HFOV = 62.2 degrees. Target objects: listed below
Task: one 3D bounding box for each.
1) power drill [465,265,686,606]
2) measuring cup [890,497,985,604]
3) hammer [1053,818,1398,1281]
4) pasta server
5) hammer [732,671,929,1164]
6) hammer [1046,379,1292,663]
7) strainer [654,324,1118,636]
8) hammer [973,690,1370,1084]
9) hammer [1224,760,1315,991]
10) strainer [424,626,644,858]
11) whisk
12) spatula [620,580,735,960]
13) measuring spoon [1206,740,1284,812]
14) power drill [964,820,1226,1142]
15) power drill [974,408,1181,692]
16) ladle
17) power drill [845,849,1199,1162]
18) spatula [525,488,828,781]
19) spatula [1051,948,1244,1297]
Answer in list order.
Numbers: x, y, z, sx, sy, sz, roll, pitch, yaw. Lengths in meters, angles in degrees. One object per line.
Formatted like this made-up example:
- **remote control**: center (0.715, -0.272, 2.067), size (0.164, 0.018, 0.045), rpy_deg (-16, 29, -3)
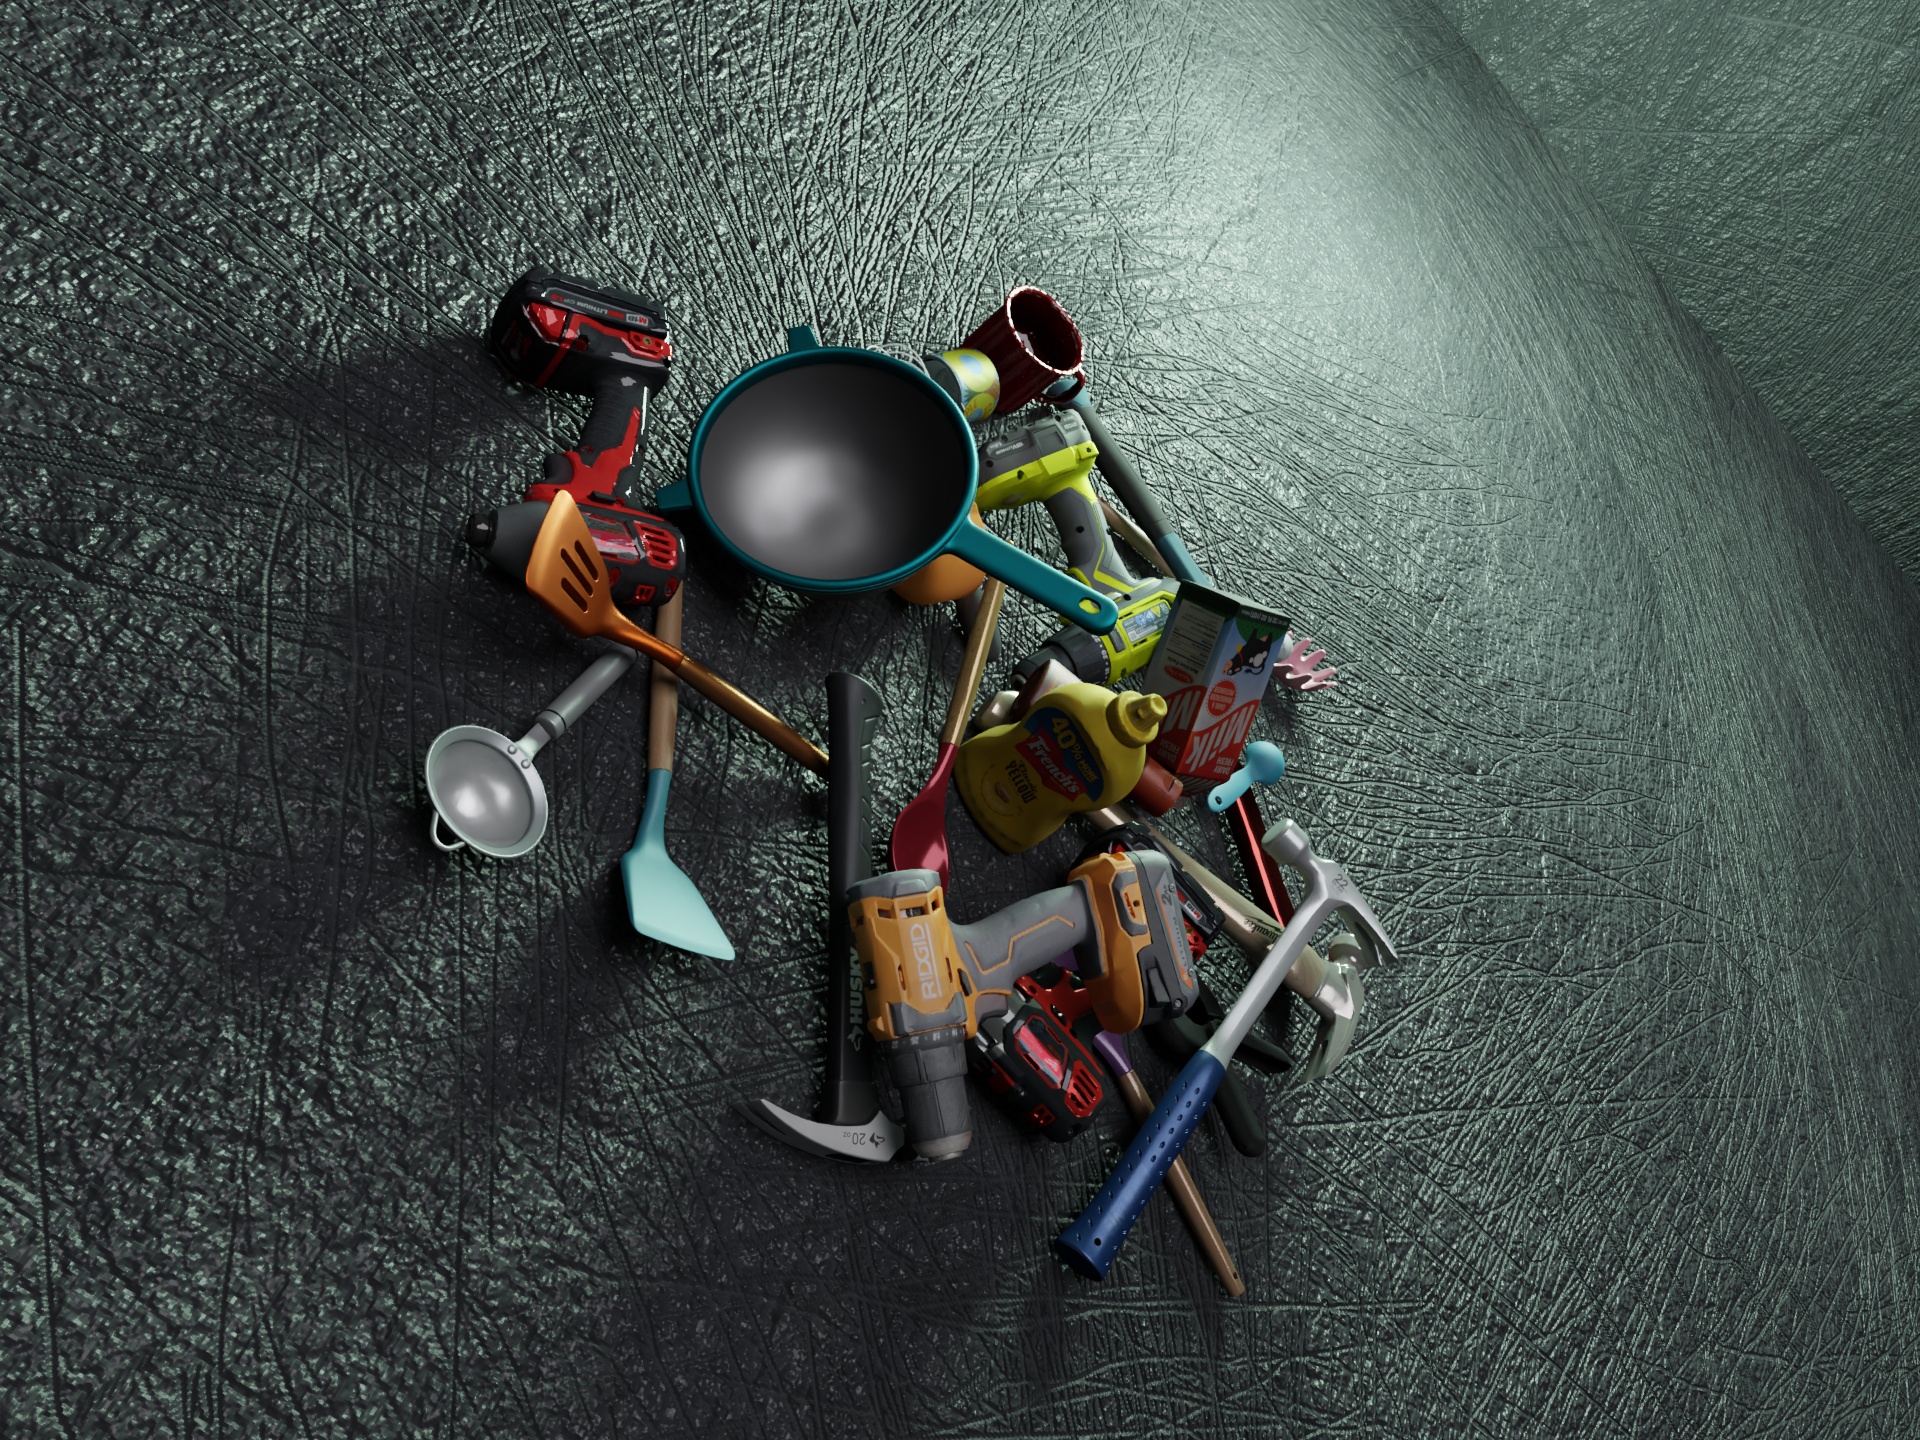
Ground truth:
- **power drill**: center (-0.263, -0.188, 1.081), size (0.143, 0.078, 0.220), rpy_deg (8, 65, -33)
- **measuring cup**: center (-0.050, -0.166, 1.273), size (0.052, 0.095, 0.174), rpy_deg (-19, 63, -42)
- **hammer**: center (0.202, 0.256, 1.214), size (0.144, 0.035, 0.405), rpy_deg (45, 57, -4)
- **pasta server**: center (0.242, -0.123, 1.534), size (0.316, 0.040, 0.060), rpy_deg (38, 36, -19)
- **hammer**: center (-0.080, 0.126, 1.076), size (0.146, 0.035, 0.335), rpy_deg (14, 64, -36)
- **hammer**: center (0.183, -0.181, 1.483), size (0.128, 0.033, 0.331), rpy_deg (-21, 74, -48)
- **strainer**: center (-0.040, -0.136, 1.176), size (0.340, 0.095, 0.211), rpy_deg (30, 67, 9)
- **hammer**: center (0.170, 0.125, 1.298), size (0.410, 0.038, 0.146), rpy_deg (40, 49, -10)
- **hammer**: center (0.241, 0.065, 1.427), size (0.149, 0.036, 0.359), rpy_deg (1, 66, -42)
- **strainer**: center (-0.263, 0.010, 0.997), size (0.086, 0.050, 0.258), rpy_deg (52, 37, -15)
- **whisk**: center (-0.023, -0.181, 1.316), size (0.070, 0.070, 0.285), rpy_deg (-13, 81, -46)
- **spatula**: center (-0.190, 0.009, 1.059), size (0.082, 0.044, 0.318), rpy_deg (27, 49, -42)
- **measuring spoon**: center (0.254, 0.050, 1.404), size (0.128, 0.021, 0.042), rpy_deg (-31, 88, -49)
- **power drill**: center (0.073, 0.171, 1.172), size (0.188, 0.080, 0.227), rpy_deg (47, 54, -1)
- **power drill**: center (0.084, -0.134, 1.357), size (0.190, 0.080, 0.228), rpy_deg (-26, 86, -30)
- **ladle**: center (-0.002, -0.004, 1.205), size (0.069, 0.031, 0.316), rpy_deg (40, 57, -43)
- **power drill**: center (0.044, 0.183, 1.063), size (0.226, 0.084, 0.185), rpy_deg (-6, 77, -26)
- **spatula**: center (-0.167, -0.029, 1.066), size (0.322, 0.041, 0.081), rpy_deg (38, 47, -36)
- **spatula**: center (0.138, 0.292, 1.217), size (0.060, 0.018, 0.316), rpy_deg (-20, 80, -47)
